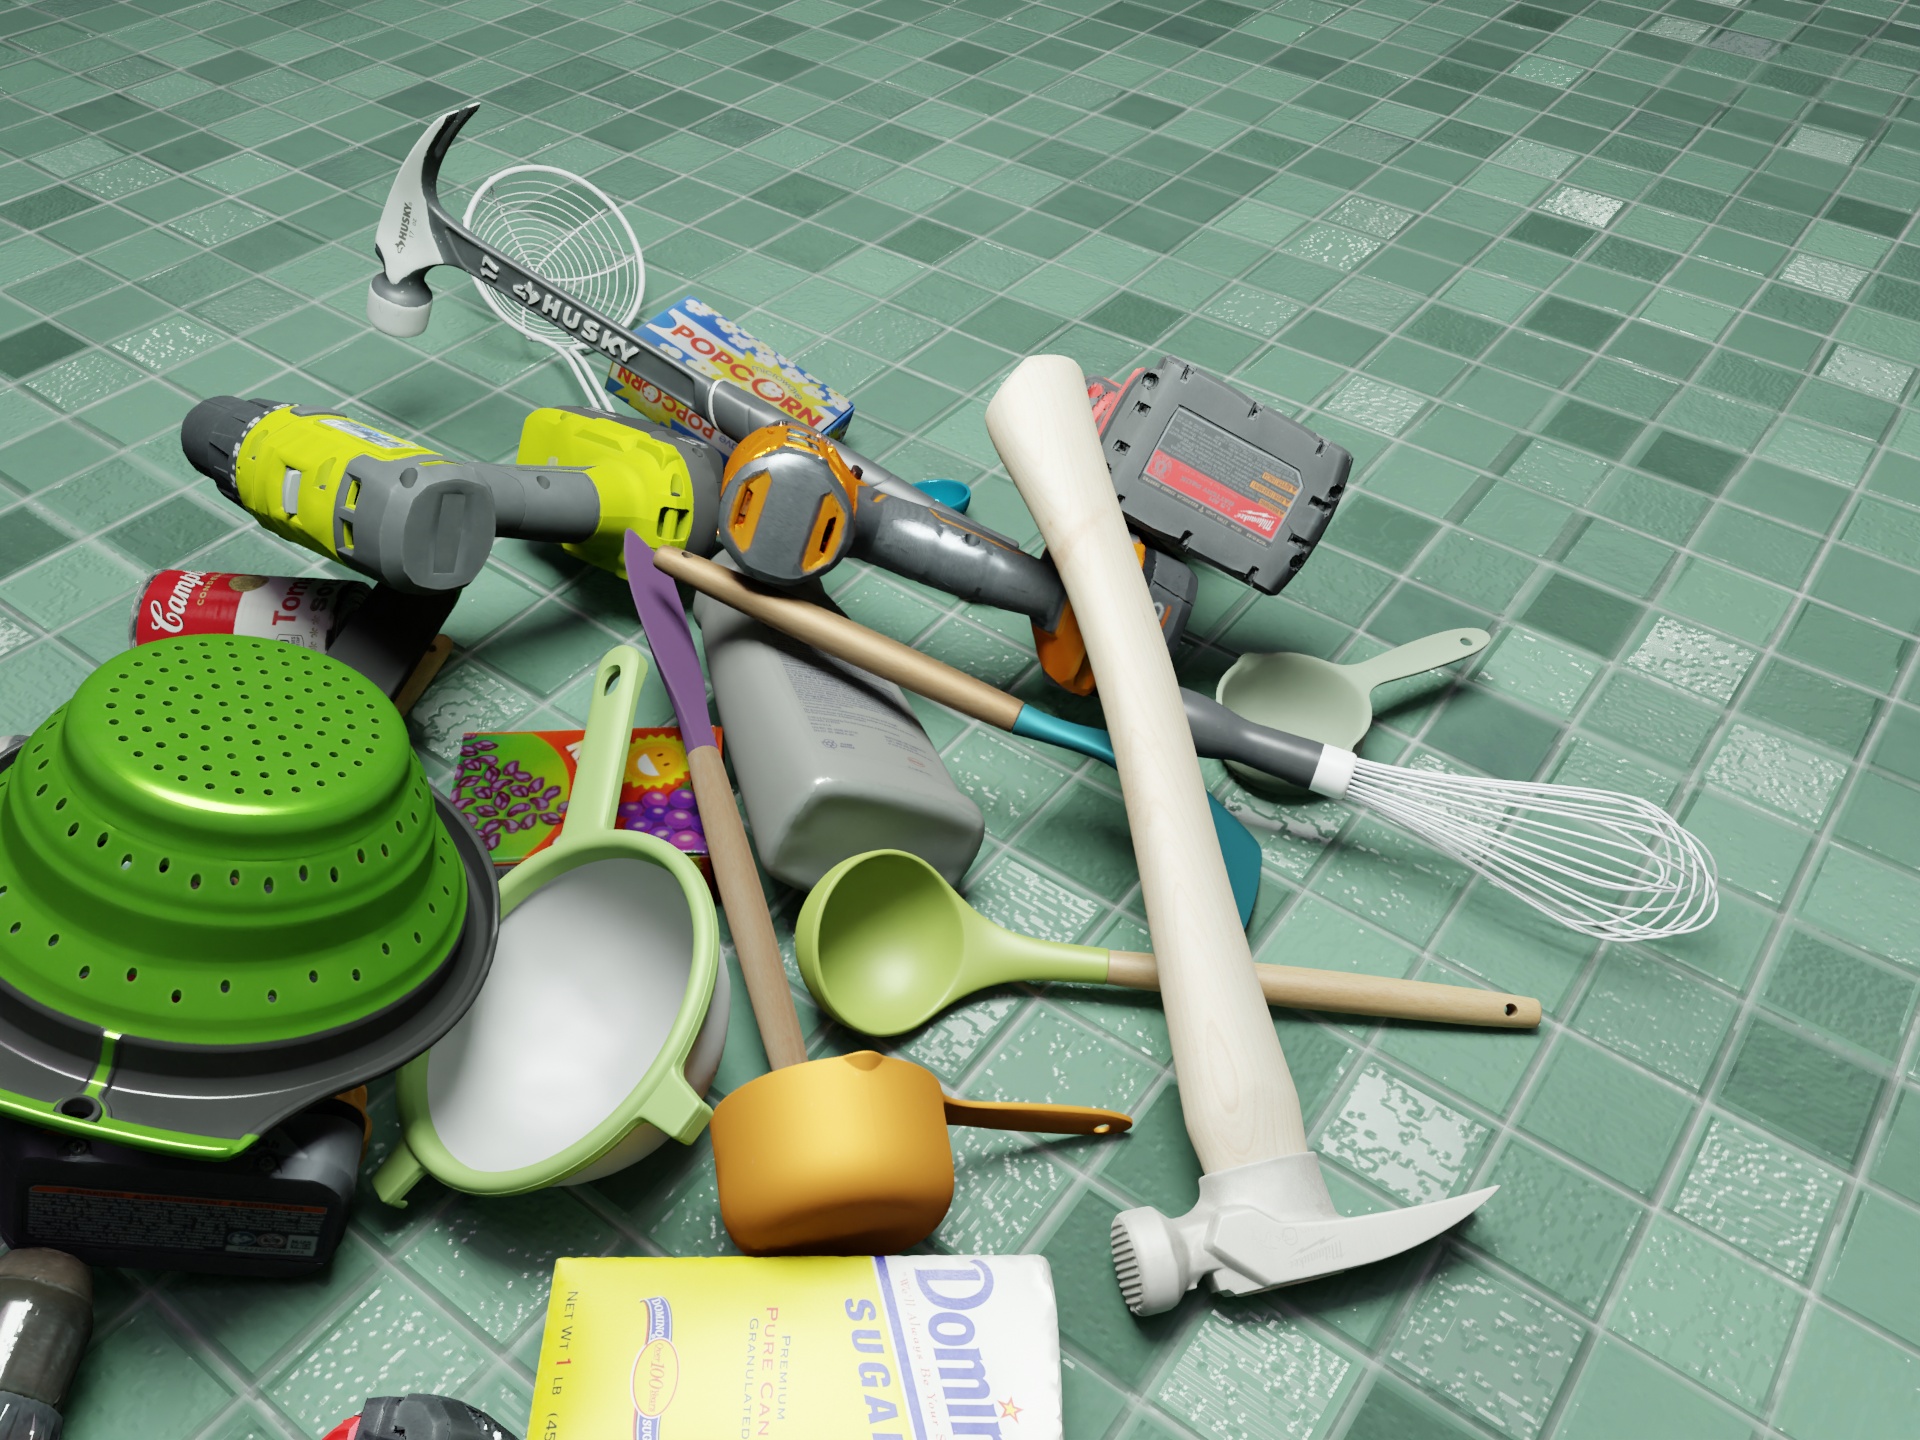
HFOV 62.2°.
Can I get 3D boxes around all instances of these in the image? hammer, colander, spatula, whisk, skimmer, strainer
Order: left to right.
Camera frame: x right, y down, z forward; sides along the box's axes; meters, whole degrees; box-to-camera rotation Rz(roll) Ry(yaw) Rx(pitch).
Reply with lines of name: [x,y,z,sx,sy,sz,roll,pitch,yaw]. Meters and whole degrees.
colander: [-0.262,-0.009,0.644,0.204,0.094,0.397,18,30,-10]
skimmer: [-0.218,-0.226,0.990,0.127,0.090,0.364,2,39,-35]
strainer: [-0.144,0.082,0.663,0.151,0.069,0.257,-18,47,22]
hammer: [-0.148,-0.190,0.890,0.409,0.149,0.036,31,39,3]
spatula: [-0.110,0.035,0.706,0.018,0.059,0.316,-27,57,8]
spatula: [-0.001,-0.002,0.731,0.317,0.044,0.082,25,33,5]
hammer: [0.092,0.021,0.667,0.146,0.038,0.411,-8,67,-11]
whisk: [0.201,0.035,0.724,0.284,0.070,0.070,19,46,10]

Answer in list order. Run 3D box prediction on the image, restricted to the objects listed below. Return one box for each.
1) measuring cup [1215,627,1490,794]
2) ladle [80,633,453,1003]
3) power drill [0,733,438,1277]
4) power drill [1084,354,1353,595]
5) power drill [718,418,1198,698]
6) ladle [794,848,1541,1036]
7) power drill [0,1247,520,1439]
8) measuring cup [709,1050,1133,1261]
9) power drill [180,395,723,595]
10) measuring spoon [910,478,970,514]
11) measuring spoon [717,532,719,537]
measuring cup: [0.203,-0.010,0.813,0.167,0.038,0.083,-19,47,-23]
ladle: [-0.317,0.057,0.735,0.069,0.031,0.316,21,43,1]
power drill: [-0.311,0.093,0.626,0.185,0.084,0.226,12,40,-20]
power drill: [0.125,-0.132,0.850,0.143,0.078,0.220,27,9,-7]
power drill: [-0.010,-0.090,0.800,0.226,0.084,0.164,17,16,-13]
ladle: [0.090,0.107,0.673,0.320,0.062,0.078,6,81,0]
power drill: [-0.242,0.247,0.472,0.227,0.080,0.188,-7,48,12]
measuring cup: [-0.007,0.170,0.598,0.173,0.095,0.052,7,49,-22]
power drill: [-0.251,-0.120,0.802,0.191,0.080,0.228,23,18,31]
measuring spoon: [-0.055,-0.128,0.950,0.128,0.021,0.042,4,33,16]
measuring spoon: [-0.142,-0.120,0.905,0.117,0.011,0.021,34,39,-1]
